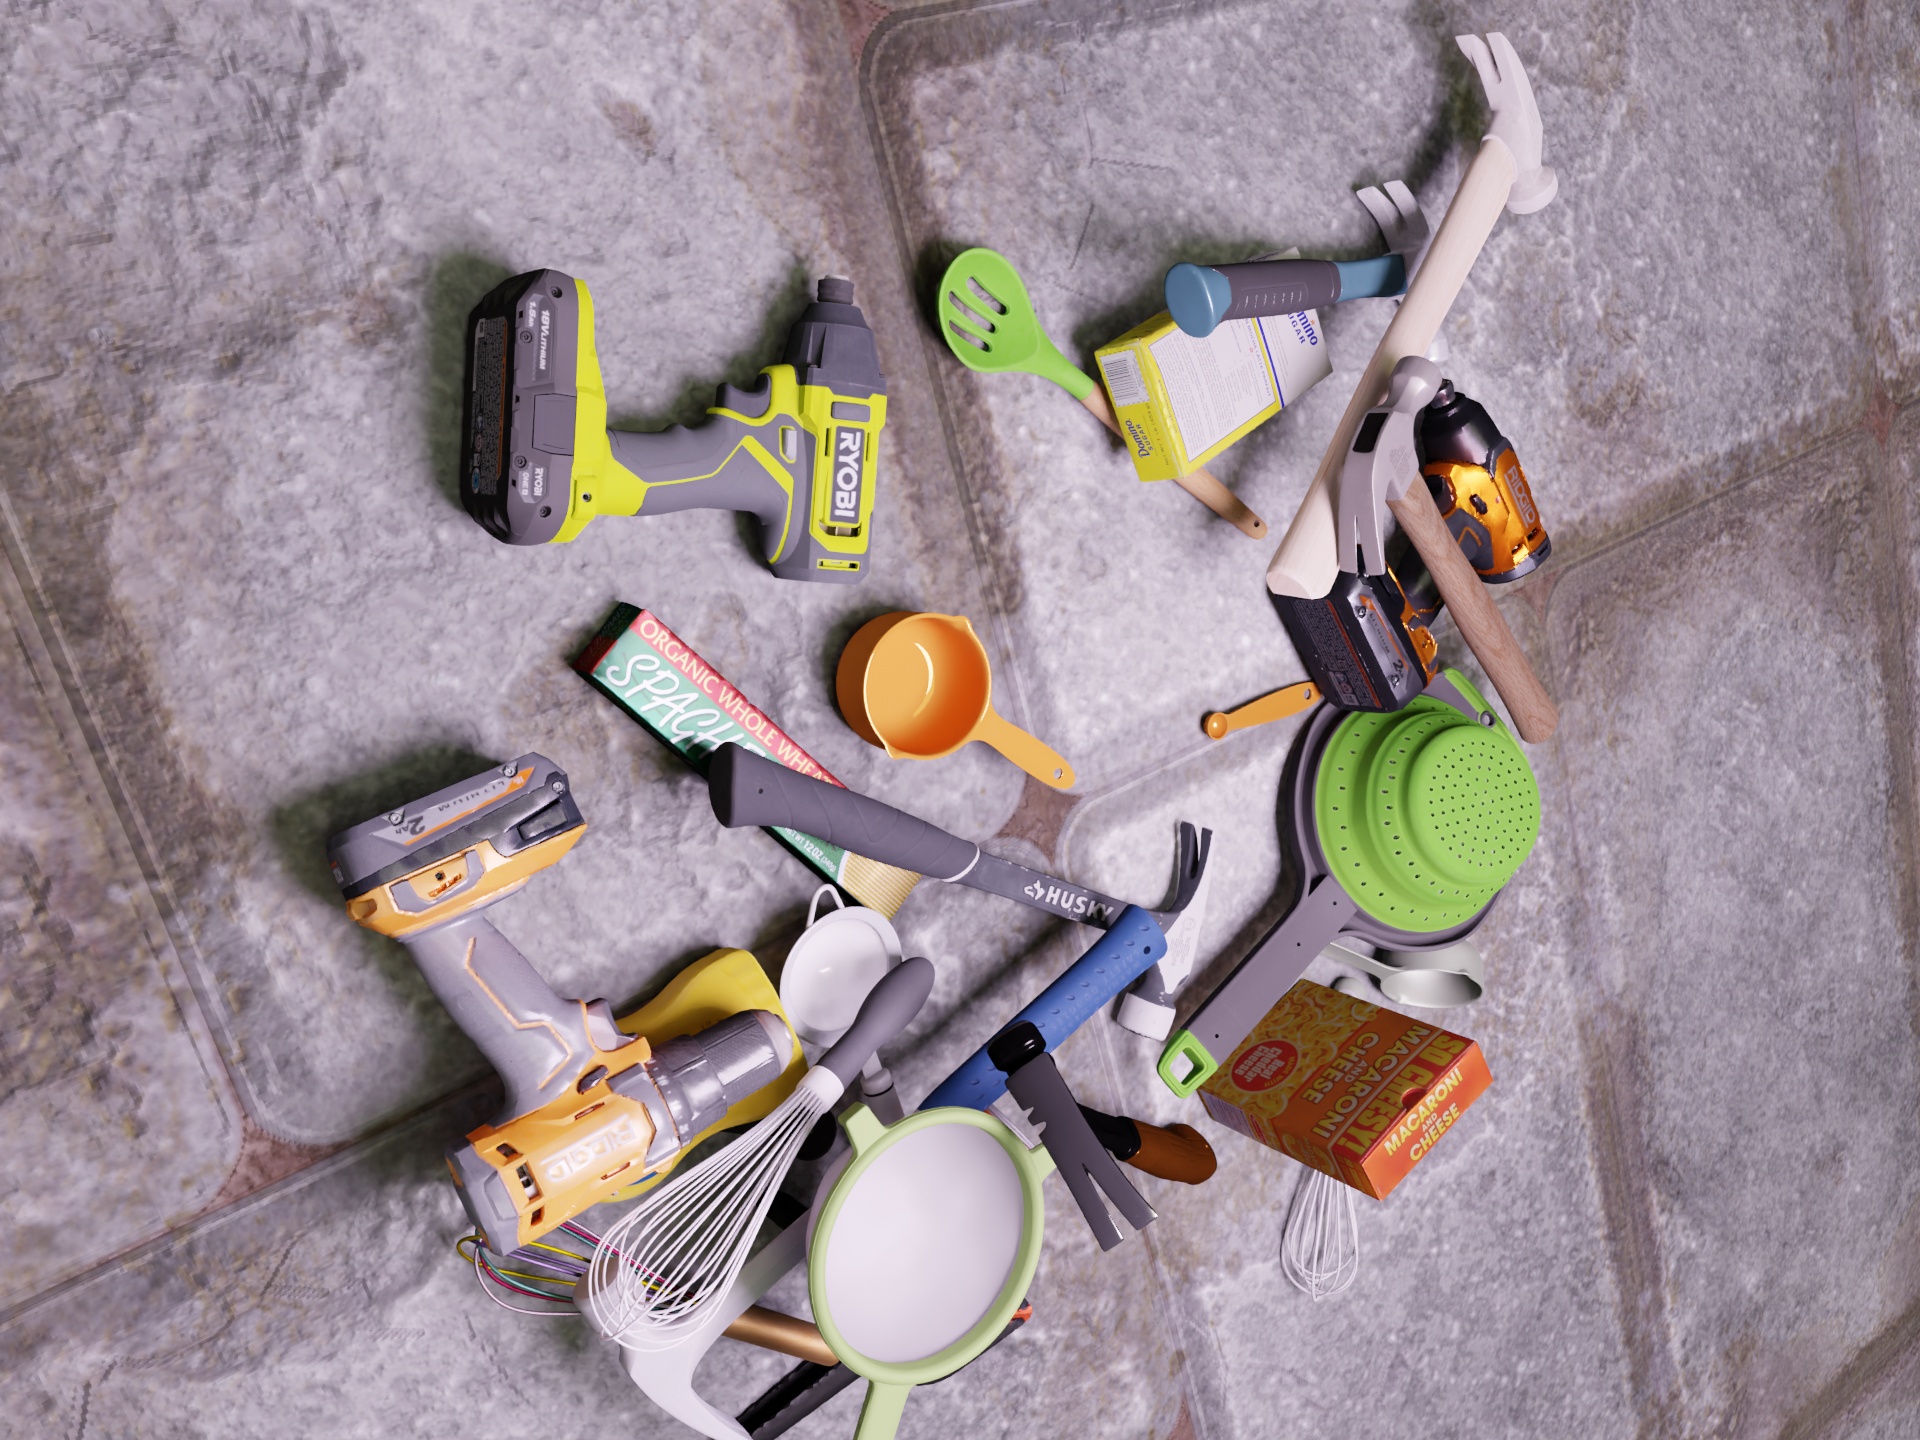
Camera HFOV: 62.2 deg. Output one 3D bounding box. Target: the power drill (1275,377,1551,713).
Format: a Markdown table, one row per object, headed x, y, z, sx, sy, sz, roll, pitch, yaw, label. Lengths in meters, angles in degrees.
| x | y | z | sx | sy | sz | roll | pitch | yaw | label |
| --- | --- | --- | --- | --- | --- | --- | --- | --- | --- |
| 0.329 | -0.130 | 1.148 | 0.226 | 0.084 | 0.164 | -43 | 116 | -24 | power drill |

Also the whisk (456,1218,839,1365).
| x | y | z | sx | sy | sz | roll | pitch | yaw | label |
| --- | --- | --- | --- | --- | --- | --- | --- | --- | --- |
| -0.173 | 0.330 | 0.911 | 0.244 | 0.051 | 0.047 | 28 | 106 | -26 | whisk |

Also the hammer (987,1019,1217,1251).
| x | y | z | sx | sy | sz | roll | pitch | yaw | label |
| --- | --- | --- | --- | --- | --- | --- | --- | --- | --- |
| 0.112 | 0.268 | 0.988 | 0.034 | 0.127 | 0.336 | -37 | 152 | 6 | hammer |

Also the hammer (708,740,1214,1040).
| x | y | z | sx | sy | sz | roll | pitch | yaw | label |
| --- | --- | --- | --- | --- | --- | --- | --- | --- | --- |
| 0.016 | 0.088 | 0.980 | 0.408 | 0.036 | 0.149 | 24 | 85 | -39 | hammer |

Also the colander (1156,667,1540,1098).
| x | y | z | sx | sy | sz | roll | pitch | yaw | label |
| --- | --- | --- | --- | --- | --- | --- | --- | --- | --- |
| 0.288 | 0.115 | 1.111 | 0.397 | 0.094 | 0.204 | -43 | 98 | -21 | colander |

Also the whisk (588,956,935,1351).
| x | y | z | sx | sy | sz | roll | pitch | yaw | label |
| --- | --- | --- | --- | --- | --- | --- | --- | --- | --- |
| -0.095 | 0.223 | 0.865 | 0.285 | 0.070 | 0.070 | -46 | 119 | -39 | whisk |

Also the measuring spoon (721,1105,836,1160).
| x | y | z | sx | sy | sz | roll | pitch | yaw | label |
| --- | --- | --- | --- | --- | --- | --- | --- | --- | --- |
| -0.132 | 0.237 | 0.954 | 0.124 | 0.018 | 0.034 | 19 | 80 | -25 | measuring spoon |

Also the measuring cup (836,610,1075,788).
| x | y | z | sx | sy | sz | roll | pitch | yaw | label |
| --- | --- | --- | --- | --- | --- | --- | --- | --- | --- |
| -0.002 | -0.003 | 0.977 | 0.173 | 0.052 | 0.095 | 33 | 79 | -32 | measuring cup |

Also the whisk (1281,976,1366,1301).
| x | y | z | sx | sy | sz | roll | pitch | yaw | label |
| --- | --- | --- | --- | --- | --- | --- | --- | --- | --- |
| 0.282 | 0.317 | 1.204 | 0.059 | 0.058 | 0.246 | 6 | 91 | -67 | whisk |

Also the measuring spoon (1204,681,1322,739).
| x | y | z | sx | sy | sz | roll | pitch | yaw | label |
| --- | --- | --- | --- | --- | --- | --- | --- | --- | --- |
| 0.216 | -0.009 | 1.136 | 0.117 | 0.011 | 0.021 | -17 | 106 | -32 | measuring spoon |

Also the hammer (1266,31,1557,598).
| x | y | z | sx | sy | sz | roll | pitch | yaw | label |
| --- | --- | --- | --- | --- | --- | --- | --- | --- | --- |
| 0.294 | -0.262 | 1.053 | 0.146 | 0.038 | 0.411 | 46 | 66 | -44 | hammer |

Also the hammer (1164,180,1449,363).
| x | y | z | sx | sy | sz | roll | pitch | yaw | label |
| --- | --- | --- | --- | --- | --- | --- | --- | --- | --- |
| 0.234 | -0.284 | 1.039 | 0.331 | 0.033 | 0.128 | -21 | 104 | -47 | hammer |

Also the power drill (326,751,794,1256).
| x | y | z | sx | sy | sz | roll | pitch | yaw | label |
| --- | --- | --- | --- | --- | --- | --- | --- | --- | --- |
| -0.202 | 0.132 | 0.823 | 0.185 | 0.084 | 0.226 | -25 | 93 | -27 | power drill |

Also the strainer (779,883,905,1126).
| x | y | z | sx | sy | sz | roll | pitch | yaw | label |
| --- | --- | --- | --- | --- | --- | --- | --- | --- | --- |
| -0.056 | 0.213 | 0.969 | 0.087 | 0.050 | 0.258 | -27 | 107 | -31 | strainer |

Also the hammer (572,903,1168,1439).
| x | y | z | sx | sy | sz | roll | pitch | yaw | label |
| --- | --- | --- | --- | --- | --- | --- | --- | --- | --- |
| -0.025 | 0.252 | 0.943 | 0.405 | 0.035 | 0.144 | -37 | 112 | -23 | hammer |

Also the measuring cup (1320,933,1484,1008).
| x | y | z | sx | sy | sz | roll | pitch | yaw | label |
| --- | --- | --- | --- | --- | --- | --- | --- | --- | --- |
| 0.319 | 0.173 | 1.201 | 0.167 | 0.083 | 0.038 | 22 | 58 | -15 | measuring cup |

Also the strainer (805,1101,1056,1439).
| x | y | z | sx | sy | sz | roll | pitch | yaw | label |
| --- | --- | --- | --- | --- | --- | --- | --- | --- | --- |
| -0.046 | 0.331 | 0.876 | 0.151 | 0.069 | 0.256 | 19 | 85 | -34 | strainer |

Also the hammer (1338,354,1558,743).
| x | y | z | sx | sy | sz | roll | pitch | yaw | label |
| --- | --- | --- | --- | --- | --- | --- | --- | --- | --- |
| 0.341 | -0.086 | 1.084 | 0.331 | 0.031 | 0.130 | 46 | 67 | -38 | hammer |

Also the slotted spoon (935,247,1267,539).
| x | y | z | sx | sy | sz | roll | pitch | yaw | label |
| --- | --- | --- | --- | --- | --- | --- | --- | --- | --- |
| 0.097 | -0.197 | 1.026 | 0.313 | 0.031 | 0.070 | 31 | 79 | -33 | slotted spoon |

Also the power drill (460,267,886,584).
| x | y | z | sx | sy | sz | roll | pitch | yaw | label |
| --- | --- | --- | --- | --- | --- | --- | --- | --- | --- |
| -0.144 | -0.165 | 0.855 | 0.223 | 0.080 | 0.171 | 0 | 97 | -36 | power drill |
